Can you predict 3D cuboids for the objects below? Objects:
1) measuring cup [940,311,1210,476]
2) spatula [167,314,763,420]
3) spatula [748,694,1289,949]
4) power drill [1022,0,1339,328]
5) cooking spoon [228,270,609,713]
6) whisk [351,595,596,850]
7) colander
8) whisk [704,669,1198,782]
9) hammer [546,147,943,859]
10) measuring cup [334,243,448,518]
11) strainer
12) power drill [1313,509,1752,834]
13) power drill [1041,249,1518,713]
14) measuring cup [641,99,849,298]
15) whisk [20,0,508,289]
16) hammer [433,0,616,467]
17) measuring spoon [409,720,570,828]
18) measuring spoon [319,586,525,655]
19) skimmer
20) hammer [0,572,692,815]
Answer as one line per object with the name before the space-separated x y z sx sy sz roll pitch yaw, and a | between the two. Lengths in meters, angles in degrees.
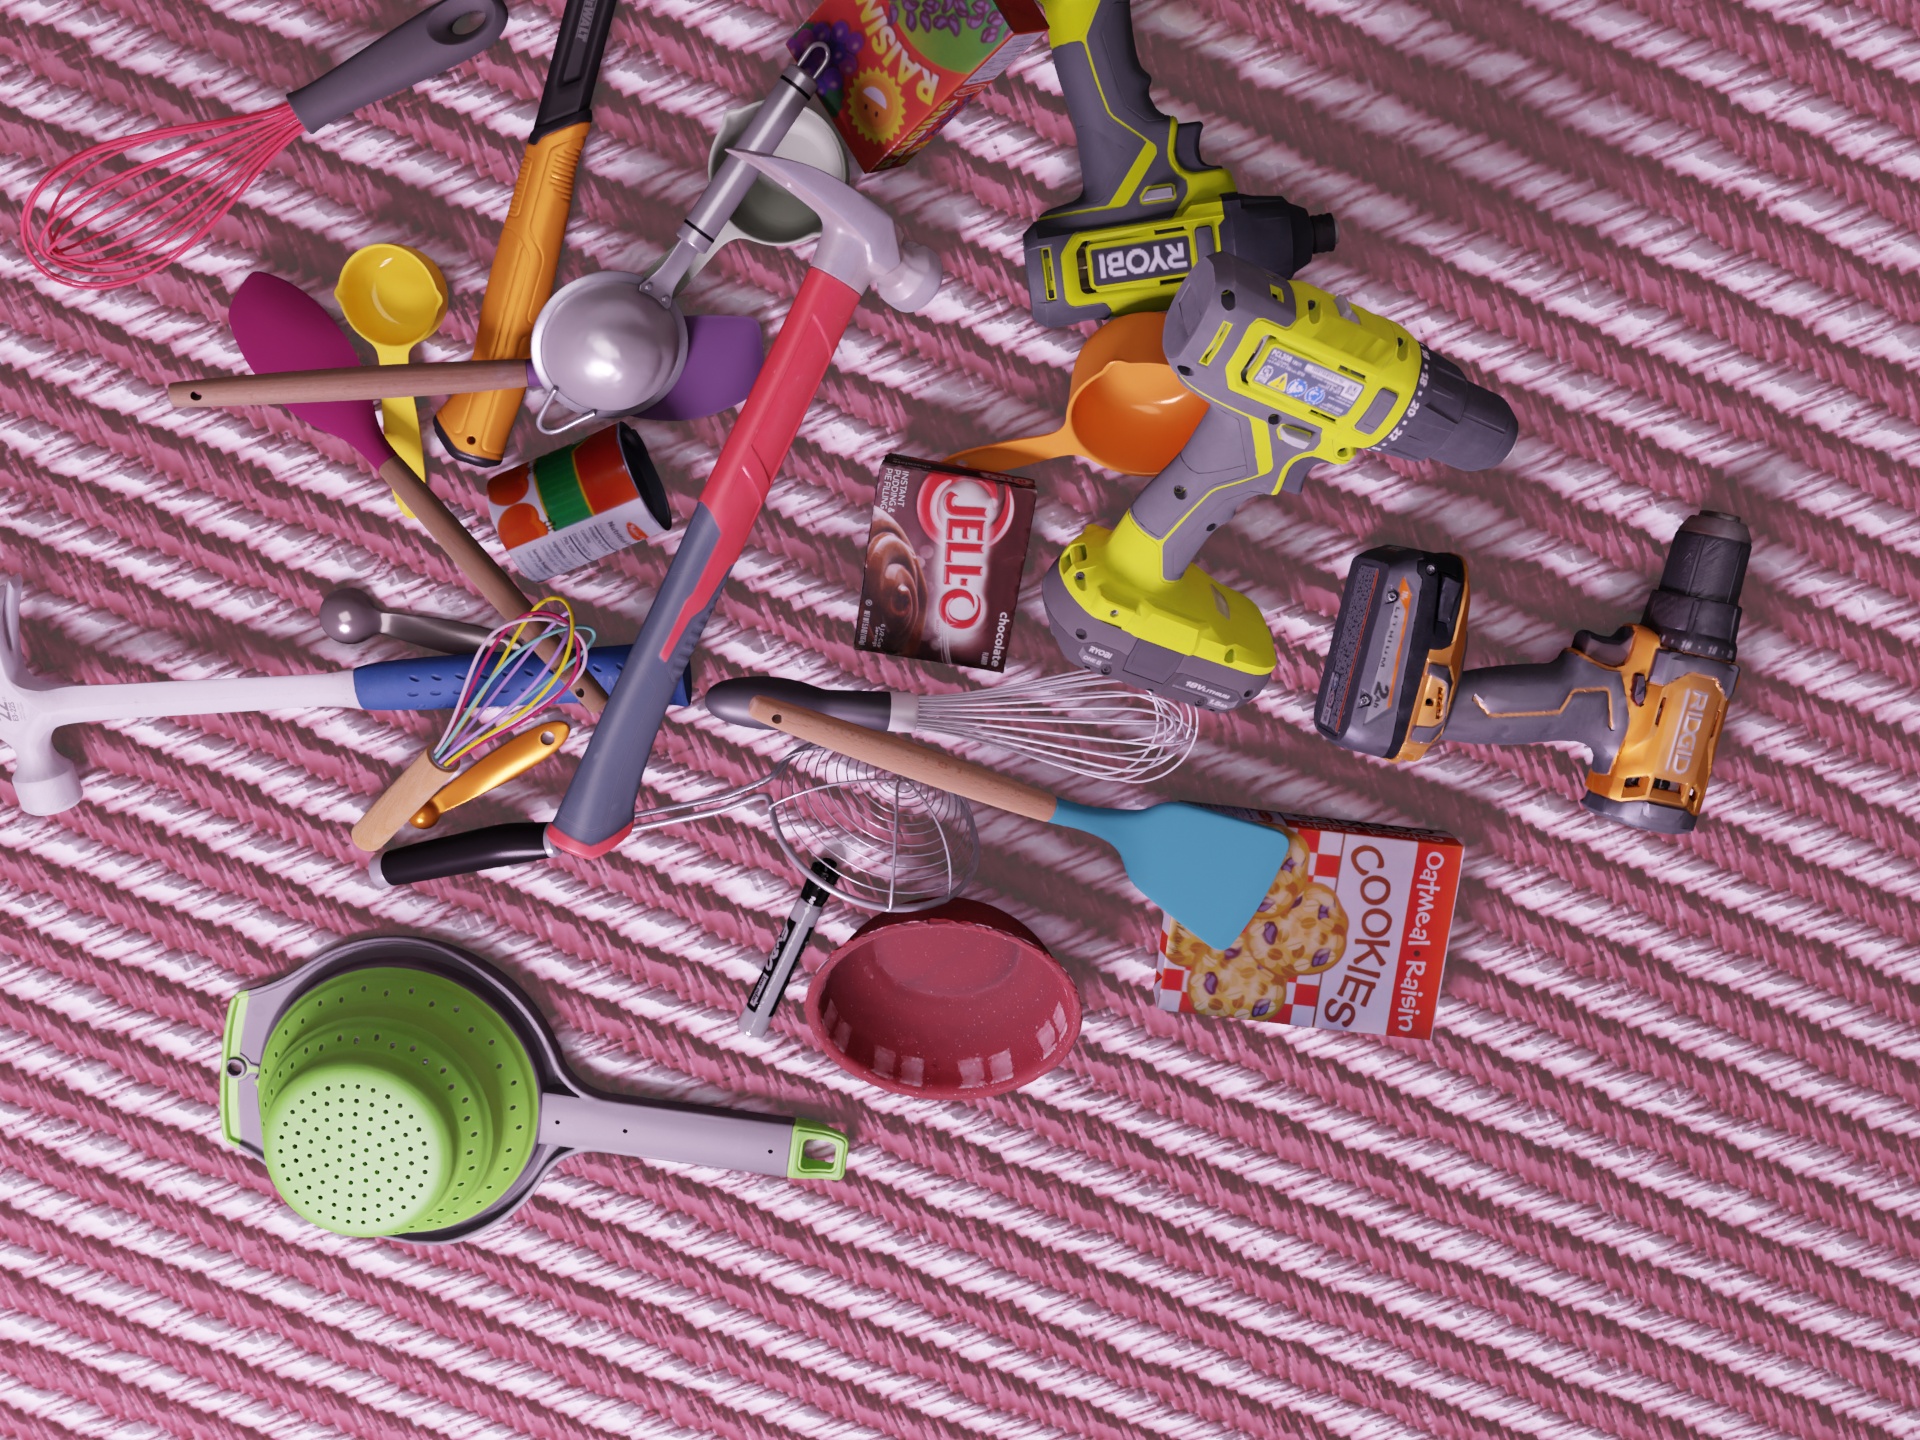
measuring cup | 0.067 -0.177 0.898 0.173 0.052 0.095 -9 143 28
spatula | -0.265 -0.188 0.878 0.316 0.018 0.059 -6 116 -14
spatula | 0.031 0.045 0.886 0.317 0.044 0.082 20 109 -20
power drill | 0.110 -0.336 0.857 0.171 0.080 0.223 -8 104 3
cooking spoon | -0.307 -0.126 0.901 0.319 0.017 0.068 48 119 2
whisk | -0.282 0.007 0.904 0.245 0.051 0.047 -38 84 33
colander | -0.268 0.252 0.961 0.397 0.094 0.204 8 101 -1
whisk | -0.002 -0.002 0.903 0.284 0.070 0.070 3 101 -10
hammer | -0.142 -0.107 0.857 0.143 0.038 0.386 22 96 -48
measuring cup | -0.320 -0.195 0.917 0.062 0.029 0.156 3 113 3
strainer | -0.147 -0.252 0.851 0.086 0.050 0.258 29 102 -41
power drill | 0.335 -0.044 0.907 0.226 0.084 0.185 12 98 -5
power drill | 0.162 -0.116 0.844 0.190 0.080 0.228 18 127 -18
measuring cup | -0.132 -0.275 0.892 0.167 0.038 0.083 -39 99 15
whisk | -0.380 -0.324 0.875 0.296 0.073 0.073 -29 99 -1
hammer | -0.220 -0.302 0.883 0.127 0.034 0.337 18 102 -8
measuring spoon | -0.286 0.033 0.961 0.117 0.011 0.021 -30 99 6
measuring spoon | -0.320 -0.052 0.942 0.124 0.018 0.034 12 101 -1
skimmer | -0.173 0.080 0.942 0.363 0.127 0.090 -11 130 14
hammer | -0.363 -0.023 0.929 0.405 0.035 0.144 -3 117 -1
